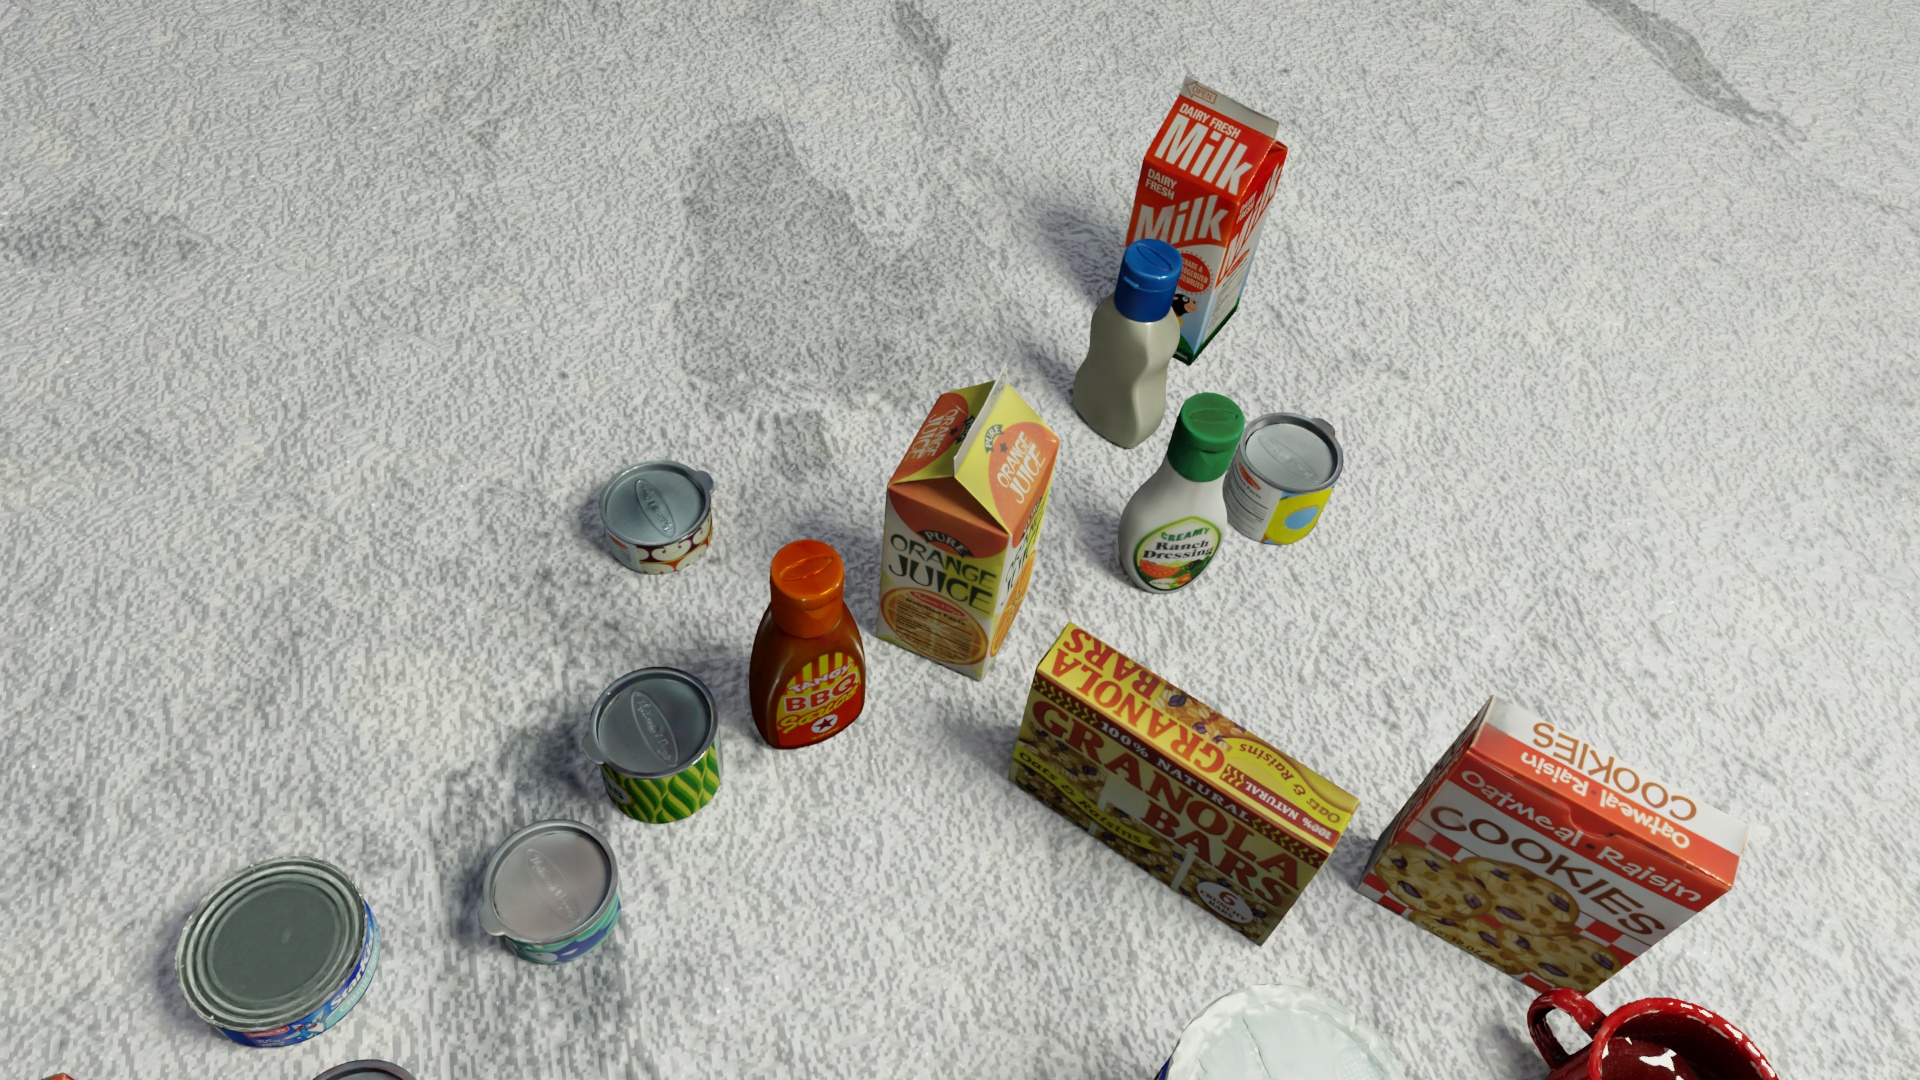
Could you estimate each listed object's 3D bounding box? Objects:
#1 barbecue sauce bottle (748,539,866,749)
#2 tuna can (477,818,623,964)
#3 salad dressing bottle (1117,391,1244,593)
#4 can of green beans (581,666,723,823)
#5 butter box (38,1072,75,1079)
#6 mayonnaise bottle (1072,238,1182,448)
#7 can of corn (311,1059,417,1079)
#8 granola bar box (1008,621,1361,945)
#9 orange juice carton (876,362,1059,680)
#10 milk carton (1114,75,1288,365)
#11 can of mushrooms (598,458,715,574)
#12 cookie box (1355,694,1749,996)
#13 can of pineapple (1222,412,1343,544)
[{"bbox_3d":[-0.081,0.056,0.736,0.065,0.147,0.044,-21,59,-20],"label":"barbecue sauce bottle"},{"bbox_3d":[-0.208,0.179,0.704,0.071,0.032,0.071,3,54,-4],"label":"tuna can"},{"bbox_3d":[0.132,-0.026,0.819,0.064,0.146,0.044,-2,54,-7],"label":"salad dressing bottle"},{"bbox_3d":[-0.161,0.110,0.744,0.071,0.057,0.071,3,54,-4],"label":"can of green beans"},{"bbox_3d":[-0.379,0.286,0.595,0.024,0.052,0.104,-20,58,-19],"label":"butter box"},{"bbox_3d":[0.110,-0.126,0.890,0.041,0.147,0.065,-35,64,-27],"label":"mayonnaise bottle"},{"bbox_3d":[-0.264,0.273,0.613,0.071,0.058,0.071,3,54,-4],"label":"can of corn"},{"bbox_3d":[0.107,0.128,0.717,0.166,0.123,0.039,31,57,16],"label":"granola bar box"},{"bbox_3d":[0.003,-0.010,0.765,0.073,0.191,0.072,22,55,10],"label":"orange juice carton"},{"bbox_3d":[0.161,-0.218,0.936,0.072,0.189,0.074,32,57,16],"label":"milk carton"},{"bbox_3d":[-0.183,-0.015,0.849,0.071,0.033,0.071,3,54,-4],"label":"can of mushrooms"},{"bbox_3d":[0.283,0.159,0.686,0.123,0.166,0.040,28,56,14],"label":"cookie box"},{"bbox_3d":[0.207,-0.040,0.892,0.071,0.057,0.071,3,54,-4],"label":"can of pineapple"}]
